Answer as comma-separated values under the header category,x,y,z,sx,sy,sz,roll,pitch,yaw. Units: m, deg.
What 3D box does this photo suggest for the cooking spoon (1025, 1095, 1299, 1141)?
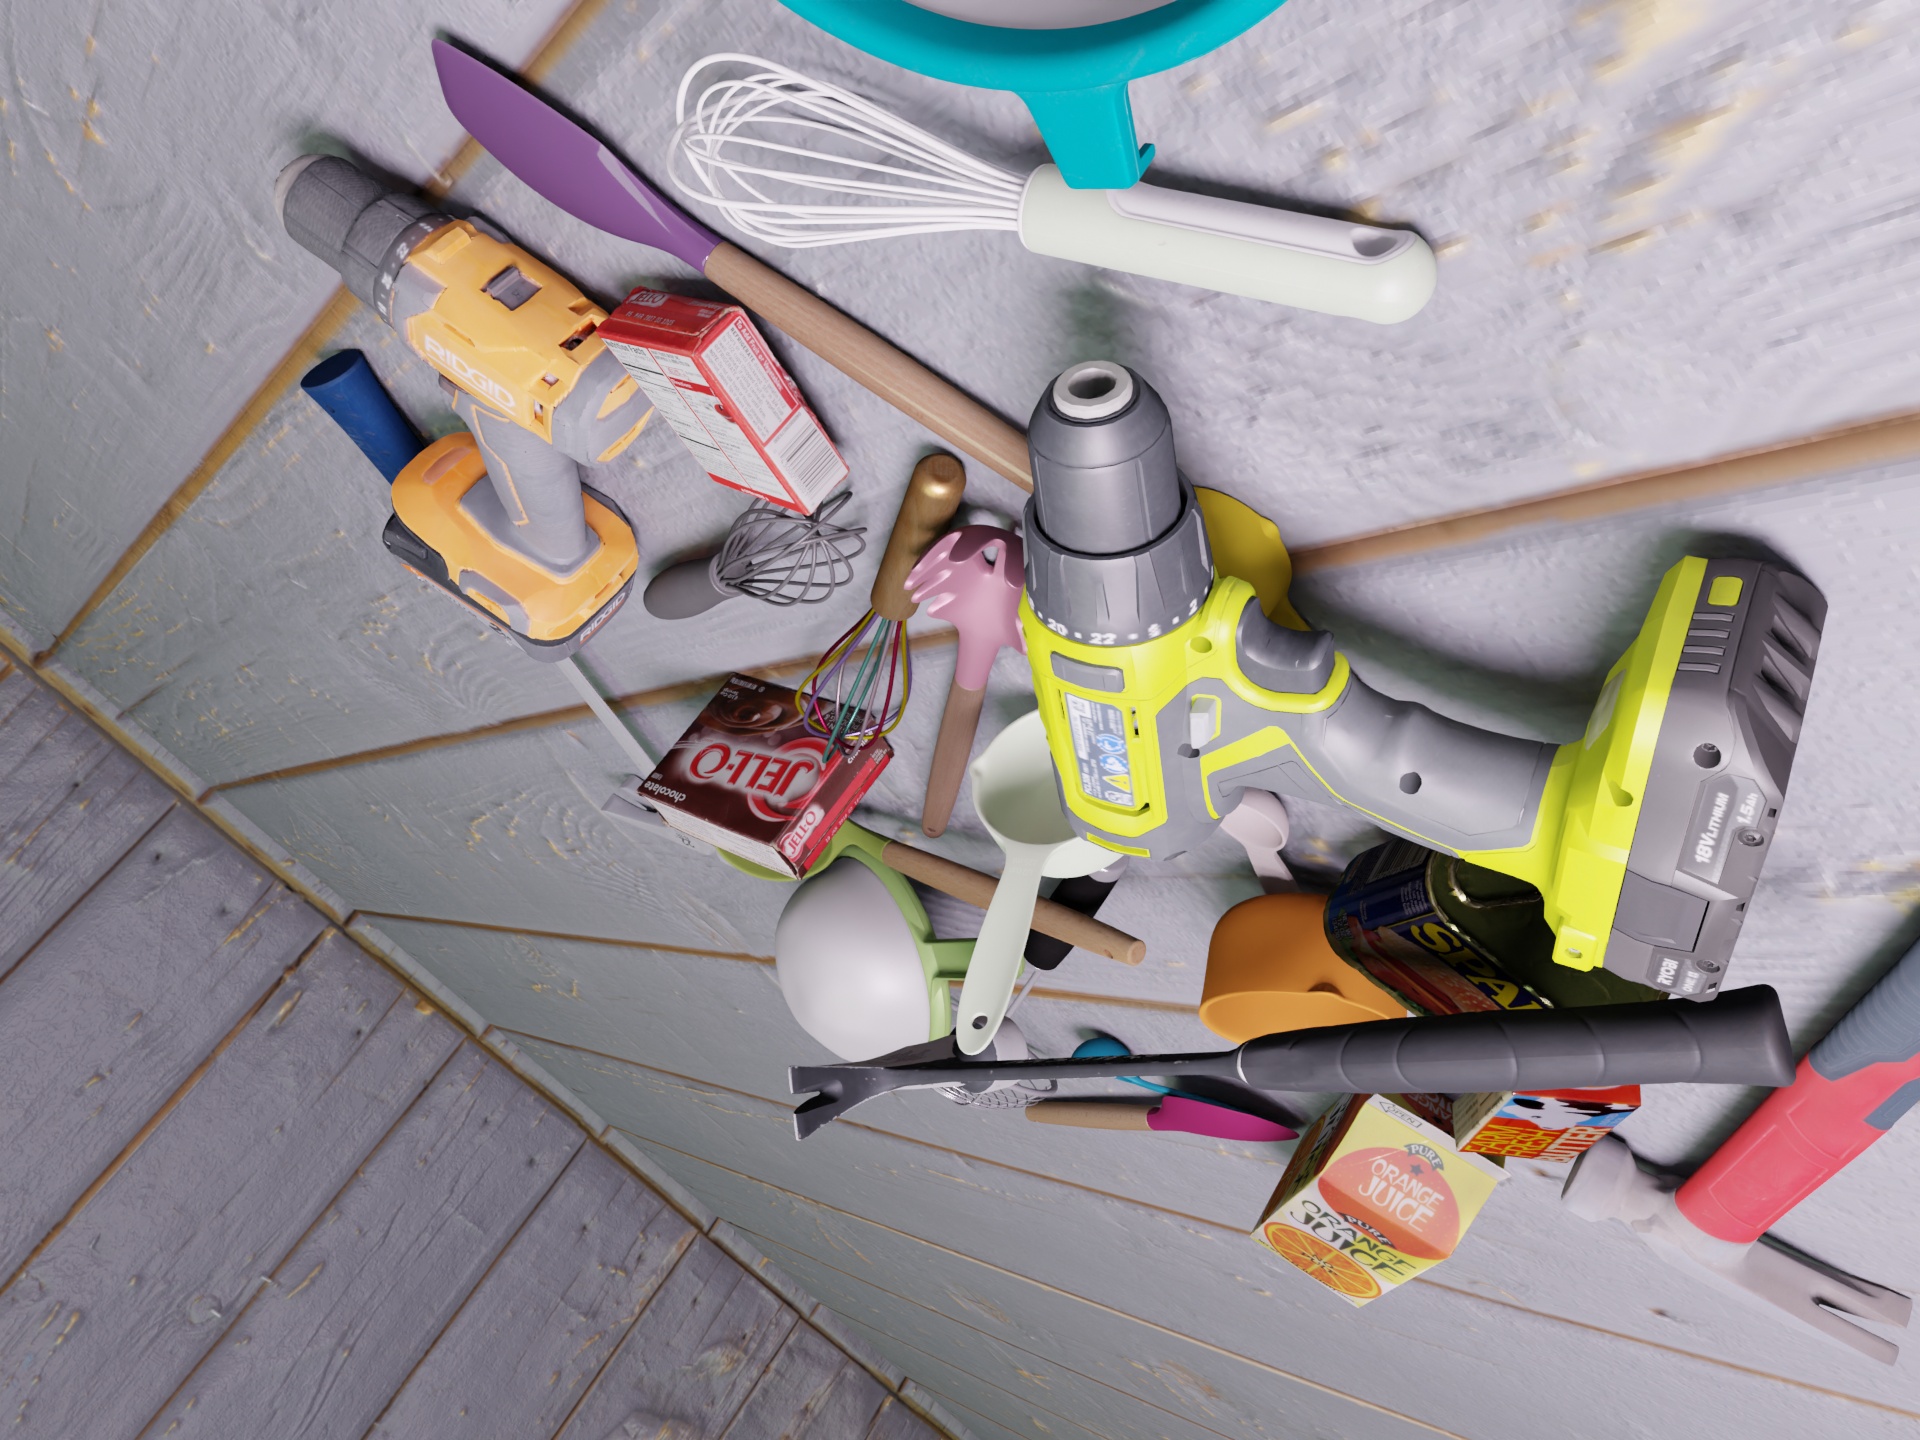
category,x,y,z,sx,sy,sz,roll,pitch,yaw
cooking spoon,0.115,0.259,1.036,0.068,0.017,0.319,24,161,-17

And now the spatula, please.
category,x,y,z,sx,sy,sz,roll,pitch,yaw
spatula,-0.070,-0.156,0.588,0.316,0.018,0.059,34,159,8

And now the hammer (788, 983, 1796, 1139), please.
category,x,y,z,sx,sy,sz,roll,pitch,yaw
hammer,0.099,0.129,0.603,0.409,0.149,0.036,-15,80,44

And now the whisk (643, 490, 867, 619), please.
category,x,y,z,sx,sy,sz,roll,pitch,yaw
whisk,-0.106,-0.072,0.748,0.055,0.055,0.239,46,158,-18

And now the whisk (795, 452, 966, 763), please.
category,x,y,z,sx,sy,sz,roll,pitch,yaw
whisk,-0.038,-0.043,0.710,0.047,0.051,0.244,40,152,7

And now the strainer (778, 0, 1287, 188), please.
category,x,y,z,sx,sy,sz,roll,pitch,yaw
strainer,-0.040,-0.270,0.275,0.340,0.095,0.211,40,152,-1

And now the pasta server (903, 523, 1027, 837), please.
category,x,y,z,sx,sy,sz,roll,pitch,yaw
pasta server,-0.001,-0.002,0.735,0.060,0.040,0.316,23,154,4

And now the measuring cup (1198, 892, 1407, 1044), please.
category,x,y,z,sx,sy,sz,roll,pitch,yaw
measuring cup,0.192,0.116,0.690,0.173,0.052,0.095,8,153,2

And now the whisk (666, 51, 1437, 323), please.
category,x,y,z,sx,sy,sz,roll,pitch,yaw
whisk,0.016,-0.151,0.459,0.246,0.058,0.059,19,141,23

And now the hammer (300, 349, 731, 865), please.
category,x,y,z,sx,sy,sz,roll,pitch,yaw
hammer,-0.262,-0.053,0.980,0.144,0.035,0.405,12,145,41

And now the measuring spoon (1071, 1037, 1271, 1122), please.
category,x,y,z,sx,sy,sz,roll,pitch,yaw
measuring spoon,0.129,0.217,0.967,0.129,0.021,0.042,13,164,24

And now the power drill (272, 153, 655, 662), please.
category,x,y,z,sx,sy,sz,roll,pitch,yaw
power drill,-0.230,-0.143,0.745,0.185,0.084,0.226,35,150,6

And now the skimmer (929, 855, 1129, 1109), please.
category,x,y,z,sx,sy,sz,roll,pitch,yaw
skimmer,0.039,0.141,0.934,0.127,0.090,0.363,30,144,4

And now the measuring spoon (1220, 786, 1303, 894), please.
category,x,y,z,sx,sy,sz,roll,pitch,yaw
measuring spoon,0.141,0.063,0.698,0.034,0.018,0.124,16,154,37

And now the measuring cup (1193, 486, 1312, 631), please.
category,x,y,z,sx,sy,sz,roll,pitch,yaw
measuring cup,0.117,-0.017,0.568,0.156,0.029,0.062,47,153,-14

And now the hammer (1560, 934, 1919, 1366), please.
category,x,y,z,sx,sy,sz,roll,pitch,yaw
hammer,0.325,0.133,0.550,0.143,0.038,0.385,25,152,20

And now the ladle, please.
category,x,y,z,sx,sy,sz,roll,pitch,yaw
ladle,-0.029,0.087,0.859,0.320,0.062,0.078,16,142,47

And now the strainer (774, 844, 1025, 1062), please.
category,x,y,z,sx,sy,sz,roll,pitch,yaw
strainer,-0.048,0.147,0.924,0.256,0.069,0.151,-18,88,63

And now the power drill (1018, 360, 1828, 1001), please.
category,x,y,z,sx,sy,sz,roll,pitch,yaw
power drill,0.123,-0.012,0.480,0.228,0.080,0.190,15,144,24

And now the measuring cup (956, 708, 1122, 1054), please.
category,x,y,z,sx,sy,sz,roll,pitch,yaw
measuring cup,0.033,0.069,0.665,0.083,0.168,0.038,3,146,27
